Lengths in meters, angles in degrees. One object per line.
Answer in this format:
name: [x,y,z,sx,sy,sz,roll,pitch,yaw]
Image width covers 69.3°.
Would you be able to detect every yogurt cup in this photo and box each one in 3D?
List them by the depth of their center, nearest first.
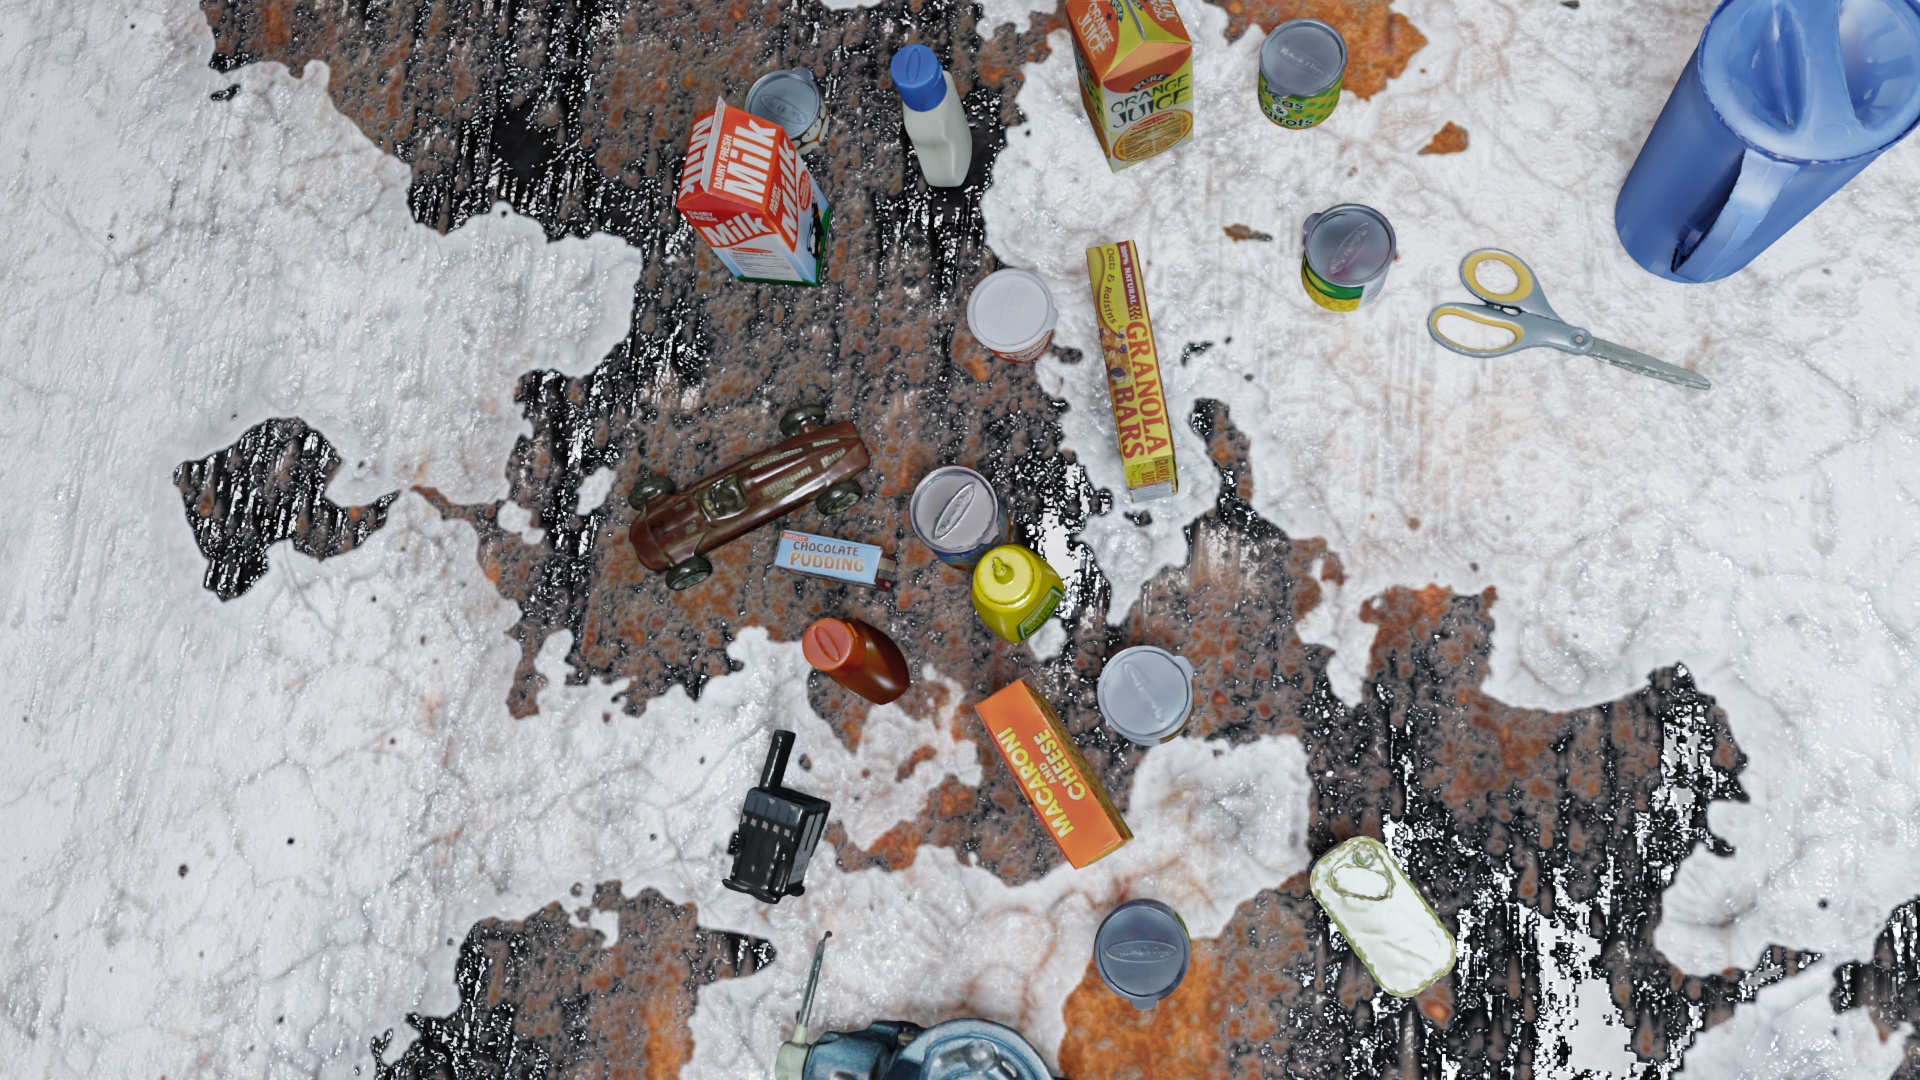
yogurt cup: [0.043,-0.173,1.094,0.072,0.054,0.072,-2,78,10]

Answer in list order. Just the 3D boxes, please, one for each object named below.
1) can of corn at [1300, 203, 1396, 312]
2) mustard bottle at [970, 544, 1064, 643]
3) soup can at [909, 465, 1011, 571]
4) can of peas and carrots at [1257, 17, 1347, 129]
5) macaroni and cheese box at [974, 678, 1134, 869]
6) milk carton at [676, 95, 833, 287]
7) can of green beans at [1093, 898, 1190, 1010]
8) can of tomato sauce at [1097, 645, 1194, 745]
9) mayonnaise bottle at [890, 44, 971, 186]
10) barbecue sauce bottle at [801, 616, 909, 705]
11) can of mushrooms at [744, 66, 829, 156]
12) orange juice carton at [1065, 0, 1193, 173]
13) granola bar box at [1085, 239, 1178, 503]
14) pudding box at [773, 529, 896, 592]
can of corn: [0.292,-0.215,1.057,0.071,0.058,0.071,-2,78,10]
mustard bottle: [0.037,0.034,0.996,0.049,0.160,0.065,40,88,15]
soup can: [0.004,-0.013,1.051,0.071,0.083,0.071,-2,78,10]
can of peas and carrots: [0.266,-0.364,1.092,0.071,0.058,0.071,-2,78,10]
macaroni and cheese box: [0.068,0.164,0.960,0.040,0.166,0.124,-33,75,2]
milk carton: [-0.162,-0.266,1.078,0.073,0.190,0.072,7,80,11]
can of green beans: [0.129,0.287,0.979,0.071,0.057,0.071,-2,78,10]
can of tomato sauce: [0.136,0.112,1.002,0.071,0.083,0.071,-2,78,10]
mayonnaise bottle: [-0.022,-0.335,1.090,0.041,0.148,0.065,4,80,11]
barbecue sauce bottle: [-0.077,0.084,1.011,0.043,0.148,0.065,-34,75,2]
can of mushrooms: [-0.145,-0.363,1.177,0.071,0.033,0.071,-2,78,10]
orange juice carton: [0.129,-0.360,1.046,0.073,0.192,0.072,-22,76,5]
granola bar box: [0.129,-0.122,1.031,0.039,0.124,0.166,-10,77,8]
pudding box: [-0.097,0.016,1.080,0.084,0.049,0.030,11,81,12]
